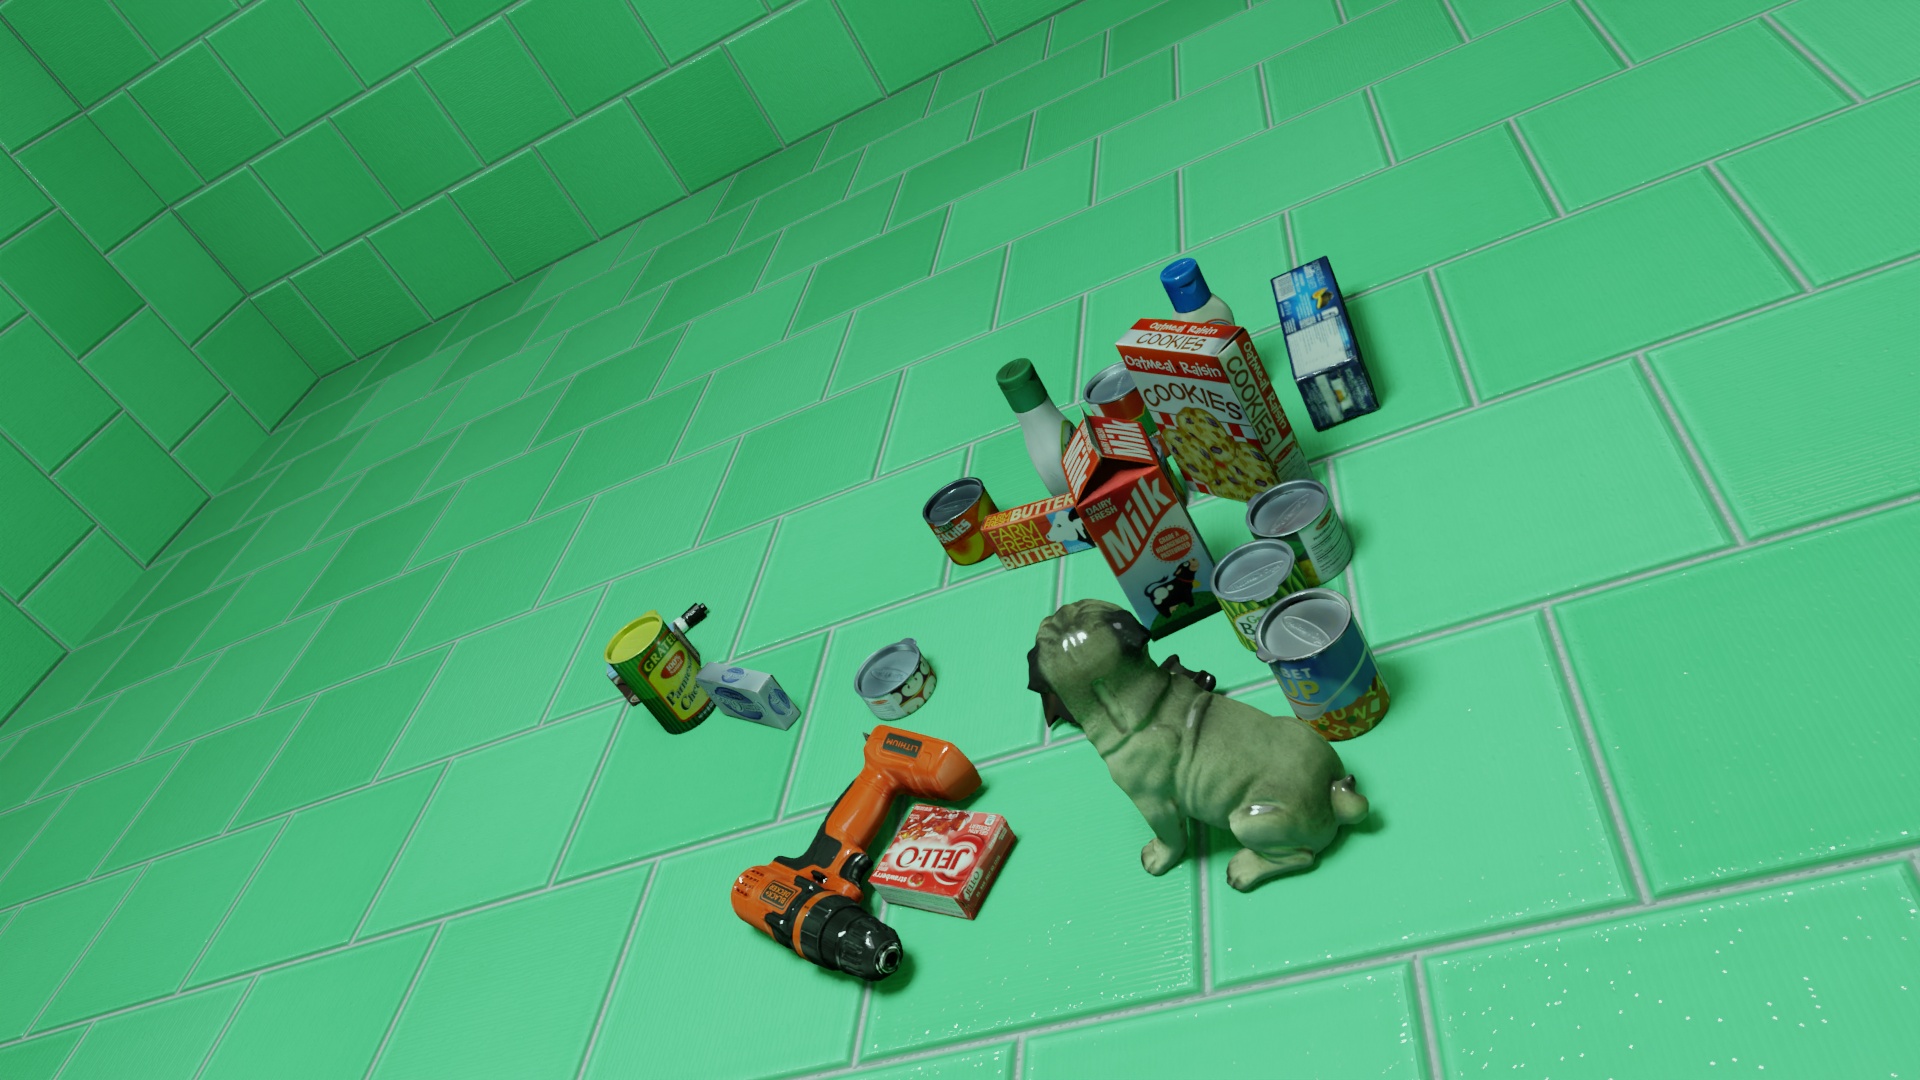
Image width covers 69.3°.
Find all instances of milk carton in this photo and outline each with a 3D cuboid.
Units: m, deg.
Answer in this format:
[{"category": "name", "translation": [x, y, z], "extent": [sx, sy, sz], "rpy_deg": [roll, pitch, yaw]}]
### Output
[{"category": "milk carton", "translation": [0.137, -0.020, 1.083], "extent": [0.073, 0.190, 0.073], "rpy_deg": [-27, 30, 10]}]

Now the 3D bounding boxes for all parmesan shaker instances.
[{"category": "parmesan shaker", "translation": [-0.287, 0.128, 1.348], "extent": [0.071, 0.102, 0.072], "rpy_deg": [-24, 31, 15]}]

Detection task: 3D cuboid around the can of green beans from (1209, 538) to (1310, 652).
[{"category": "can of green beans", "translation": [0.228, 0.042, 1.040], "extent": [0.071, 0.057, 0.071], "rpy_deg": [-24, 31, 15]}]

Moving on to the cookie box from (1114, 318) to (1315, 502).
[{"category": "cookie box", "translation": [0.214, -0.107, 1.162], "extent": [0.040, 0.167, 0.123], "rpy_deg": [-44, 32, -19]}]

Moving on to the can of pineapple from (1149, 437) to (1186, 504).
[{"category": "can of pineapple", "translation": [0.161, -0.047, 1.233], "extent": [0.071, 0.057, 0.071], "rpy_deg": [-24, 31, 15]}]

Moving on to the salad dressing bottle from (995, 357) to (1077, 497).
[{"category": "salad dressing bottle", "translation": [0.081, -0.102, 1.299], "extent": [0.044, 0.147, 0.064], "rpy_deg": [-10, 37, 34]}]

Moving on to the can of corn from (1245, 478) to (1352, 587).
[{"category": "can of corn", "translation": [0.261, -0.005, 1.078], "extent": [0.071, 0.058, 0.071], "rpy_deg": [-24, 31, 15]}]

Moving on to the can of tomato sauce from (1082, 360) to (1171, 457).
[{"category": "can of tomato sauce", "translation": [0.165, -0.119, 1.311], "extent": [0.071, 0.083, 0.071], "rpy_deg": [-24, 31, 15]}]

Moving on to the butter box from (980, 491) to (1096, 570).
[{"category": "butter box", "translation": [0.075, -0.009, 1.262], "extent": [0.103, 0.053, 0.024], "rpy_deg": [-15, 34, 27]}]

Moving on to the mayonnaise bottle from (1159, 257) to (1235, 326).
[{"category": "mayonnaise bottle", "translation": [0.230, -0.192, 1.291], "extent": [0.065, 0.147, 0.041], "rpy_deg": [-30, 30, 5]}]

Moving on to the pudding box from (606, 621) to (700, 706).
[{"category": "pudding box", "translation": [-0.317, 0.127, 1.430], "extent": [0.084, 0.049, 0.030], "rpy_deg": [-31, 30, 2]}]

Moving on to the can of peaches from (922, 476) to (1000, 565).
[{"category": "can of peaches", "translation": [0.005, -0.017, 1.334], "extent": [0.071, 0.058, 0.071], "rpy_deg": [-24, 31, 15]}]

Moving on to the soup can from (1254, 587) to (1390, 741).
[{"category": "soup can", "translation": [0.243, 0.086, 0.936], "extent": [0.071, 0.083, 0.072], "rpy_deg": [-24, 31, 15]}]

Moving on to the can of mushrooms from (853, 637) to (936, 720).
[{"category": "can of mushrooms", "translation": [-0.055, 0.121, 1.212], "extent": [0.071, 0.033, 0.071], "rpy_deg": [-23, 31, 15]}]

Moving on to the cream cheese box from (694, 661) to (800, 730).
[{"category": "cream cheese box", "translation": [-0.198, 0.144, 1.291], "extent": [0.104, 0.053, 0.024], "rpy_deg": [4, 46, 46]}]
